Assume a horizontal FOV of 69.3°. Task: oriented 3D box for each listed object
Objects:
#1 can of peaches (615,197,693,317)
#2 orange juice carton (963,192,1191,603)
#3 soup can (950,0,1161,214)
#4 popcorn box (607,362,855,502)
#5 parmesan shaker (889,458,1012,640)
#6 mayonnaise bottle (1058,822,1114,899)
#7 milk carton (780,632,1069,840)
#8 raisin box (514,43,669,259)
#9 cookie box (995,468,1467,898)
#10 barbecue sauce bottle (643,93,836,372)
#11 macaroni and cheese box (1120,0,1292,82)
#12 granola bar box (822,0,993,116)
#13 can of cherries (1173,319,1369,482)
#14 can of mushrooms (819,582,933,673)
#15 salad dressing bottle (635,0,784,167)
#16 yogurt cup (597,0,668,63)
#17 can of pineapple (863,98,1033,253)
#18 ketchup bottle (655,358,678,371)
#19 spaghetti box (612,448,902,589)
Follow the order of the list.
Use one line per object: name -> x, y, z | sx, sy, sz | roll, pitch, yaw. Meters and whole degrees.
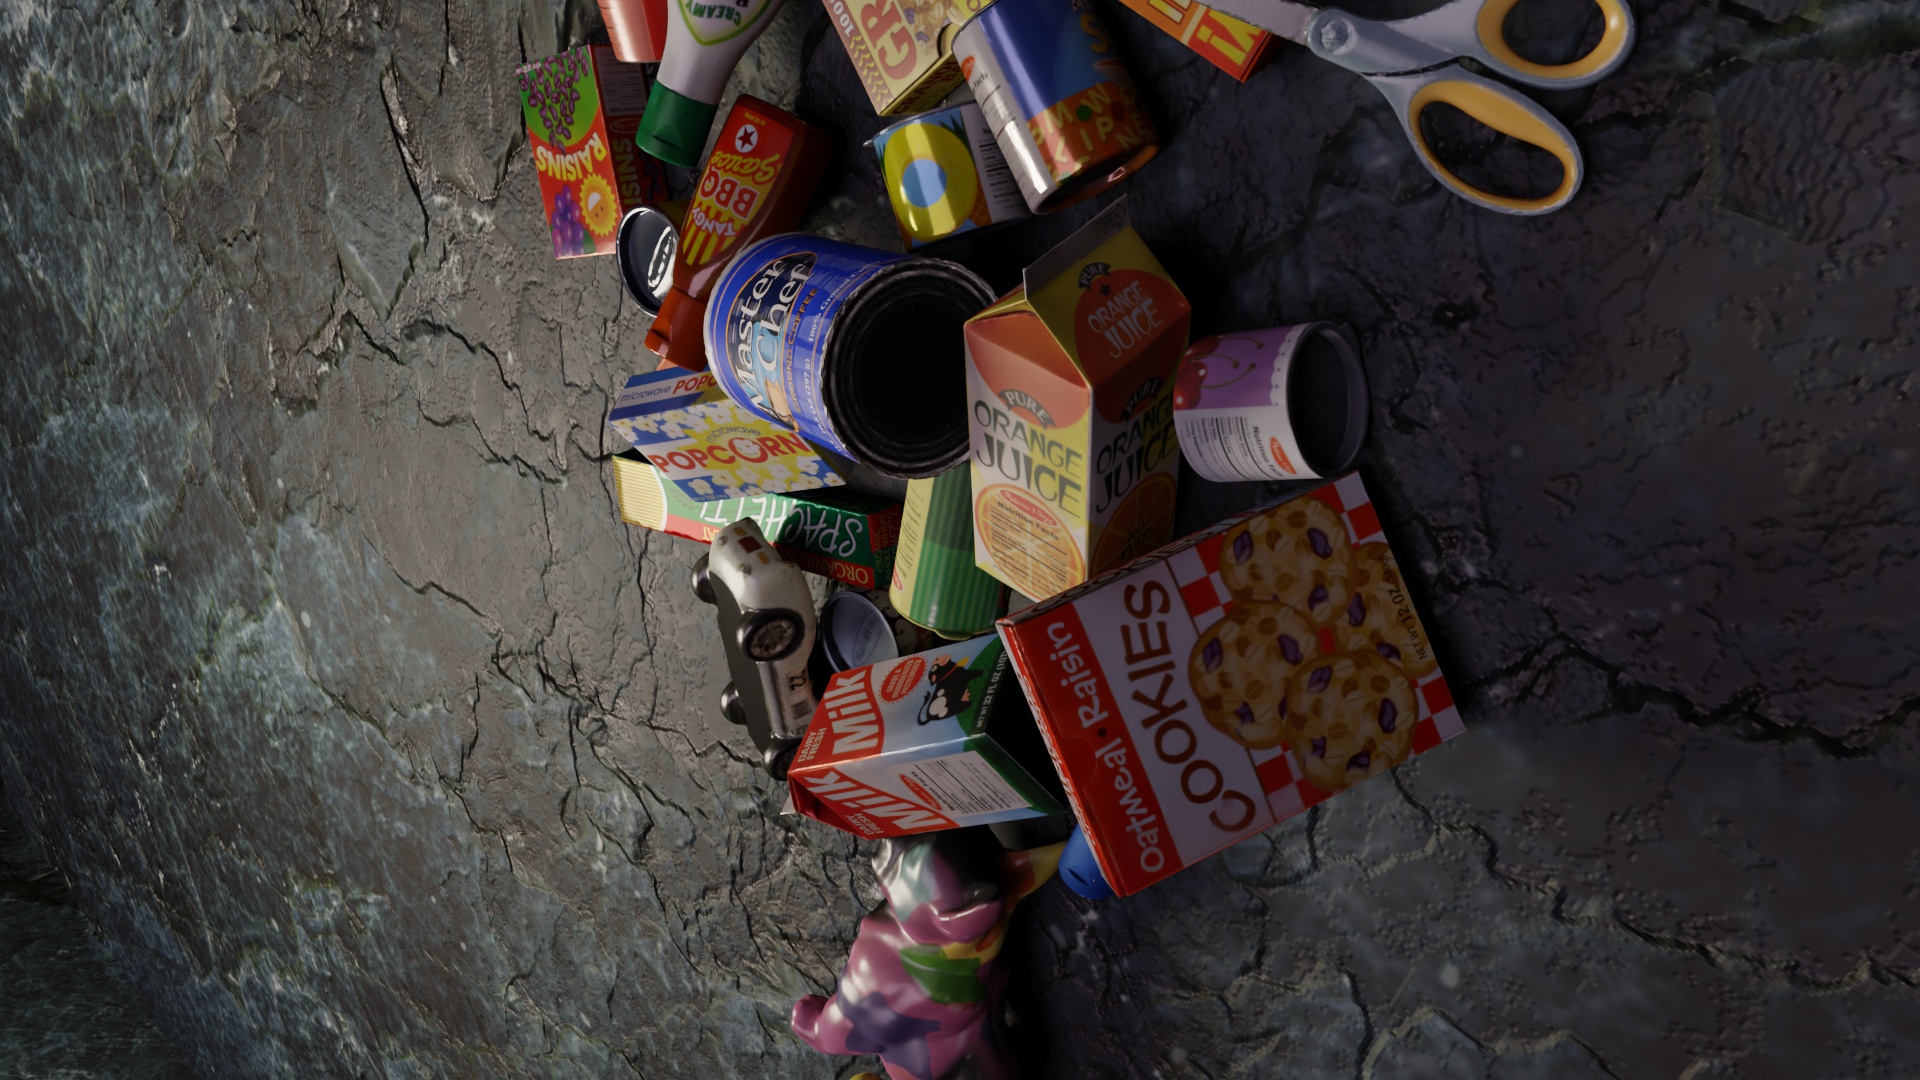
can of peaches -> -0.160, -0.168, 0.825 | 0.071, 0.058, 0.071 | 17, 118, 36
orange juice carton -> 0.052, -0.058, 0.628 | 0.073, 0.072, 0.191 | 31, 144, 30
soup can -> 0.046, -0.199, 0.620 | 0.071, 0.071, 0.083 | -26, 89, 45
popcorn box -> -0.131, -0.066, 0.813 | 0.126, 0.038, 0.085 | -6, 142, 35
parmesan shaker -> 0.003, -0.009, 0.733 | 0.071, 0.071, 0.102 | 30, 125, 30
mayonnaise bottle -> 0.092, 0.129, 0.727 | 0.065, 0.041, 0.147 | 37, 128, 22
milk carton -> -0.026, 0.114, 0.778 | 0.190, 0.073, 0.073 | -18, 127, 39
raisin box -> -0.229, -0.242, 0.872 | 0.086, 0.040, 0.123 | 4, 108, 41
cookie box -> 0.115, 0.058, 0.594 | 0.040, 0.168, 0.123 | 166, 80, -80
barbecue sauce bottle -> -0.126, -0.166, 0.764 | 0.065, 0.044, 0.148 | 33, 100, 31
macaroni and cheese box -> 0.079, -0.279, 0.543 | 0.166, 0.040, 0.123 | 37, 129, 7
granola bar box -> -0.027, -0.307, 0.659 | 0.123, 0.039, 0.165 | -28, 87, 45
can of cherries -> 0.134, -0.060, 0.597 | 0.058, 0.072, 0.071 | -1, 106, 45
can of mushrooms -> -0.049, 0.059, 0.834 | 0.071, 0.033, 0.070 | 17, 117, 37
salad dressing bottle -> -0.133, -0.275, 0.742 | 0.064, 0.044, 0.147 | 21, 114, -12
yogurt cup -> -0.171, -0.300, 0.778 | 0.072, 0.073, 0.053 | 18, 127, 37
can of pineapple -> -0.005, -0.176, 0.673 | 0.071, 0.071, 0.057 | -9, 101, 44
ketchup bottle -> -0.159, -0.099, 0.861 | 0.148, 0.044, 0.064 | -19, 111, 46
spaghetti box -> -0.134, -0.018, 0.884 | 0.250, 0.029, 0.050 | 13, 116, 39
